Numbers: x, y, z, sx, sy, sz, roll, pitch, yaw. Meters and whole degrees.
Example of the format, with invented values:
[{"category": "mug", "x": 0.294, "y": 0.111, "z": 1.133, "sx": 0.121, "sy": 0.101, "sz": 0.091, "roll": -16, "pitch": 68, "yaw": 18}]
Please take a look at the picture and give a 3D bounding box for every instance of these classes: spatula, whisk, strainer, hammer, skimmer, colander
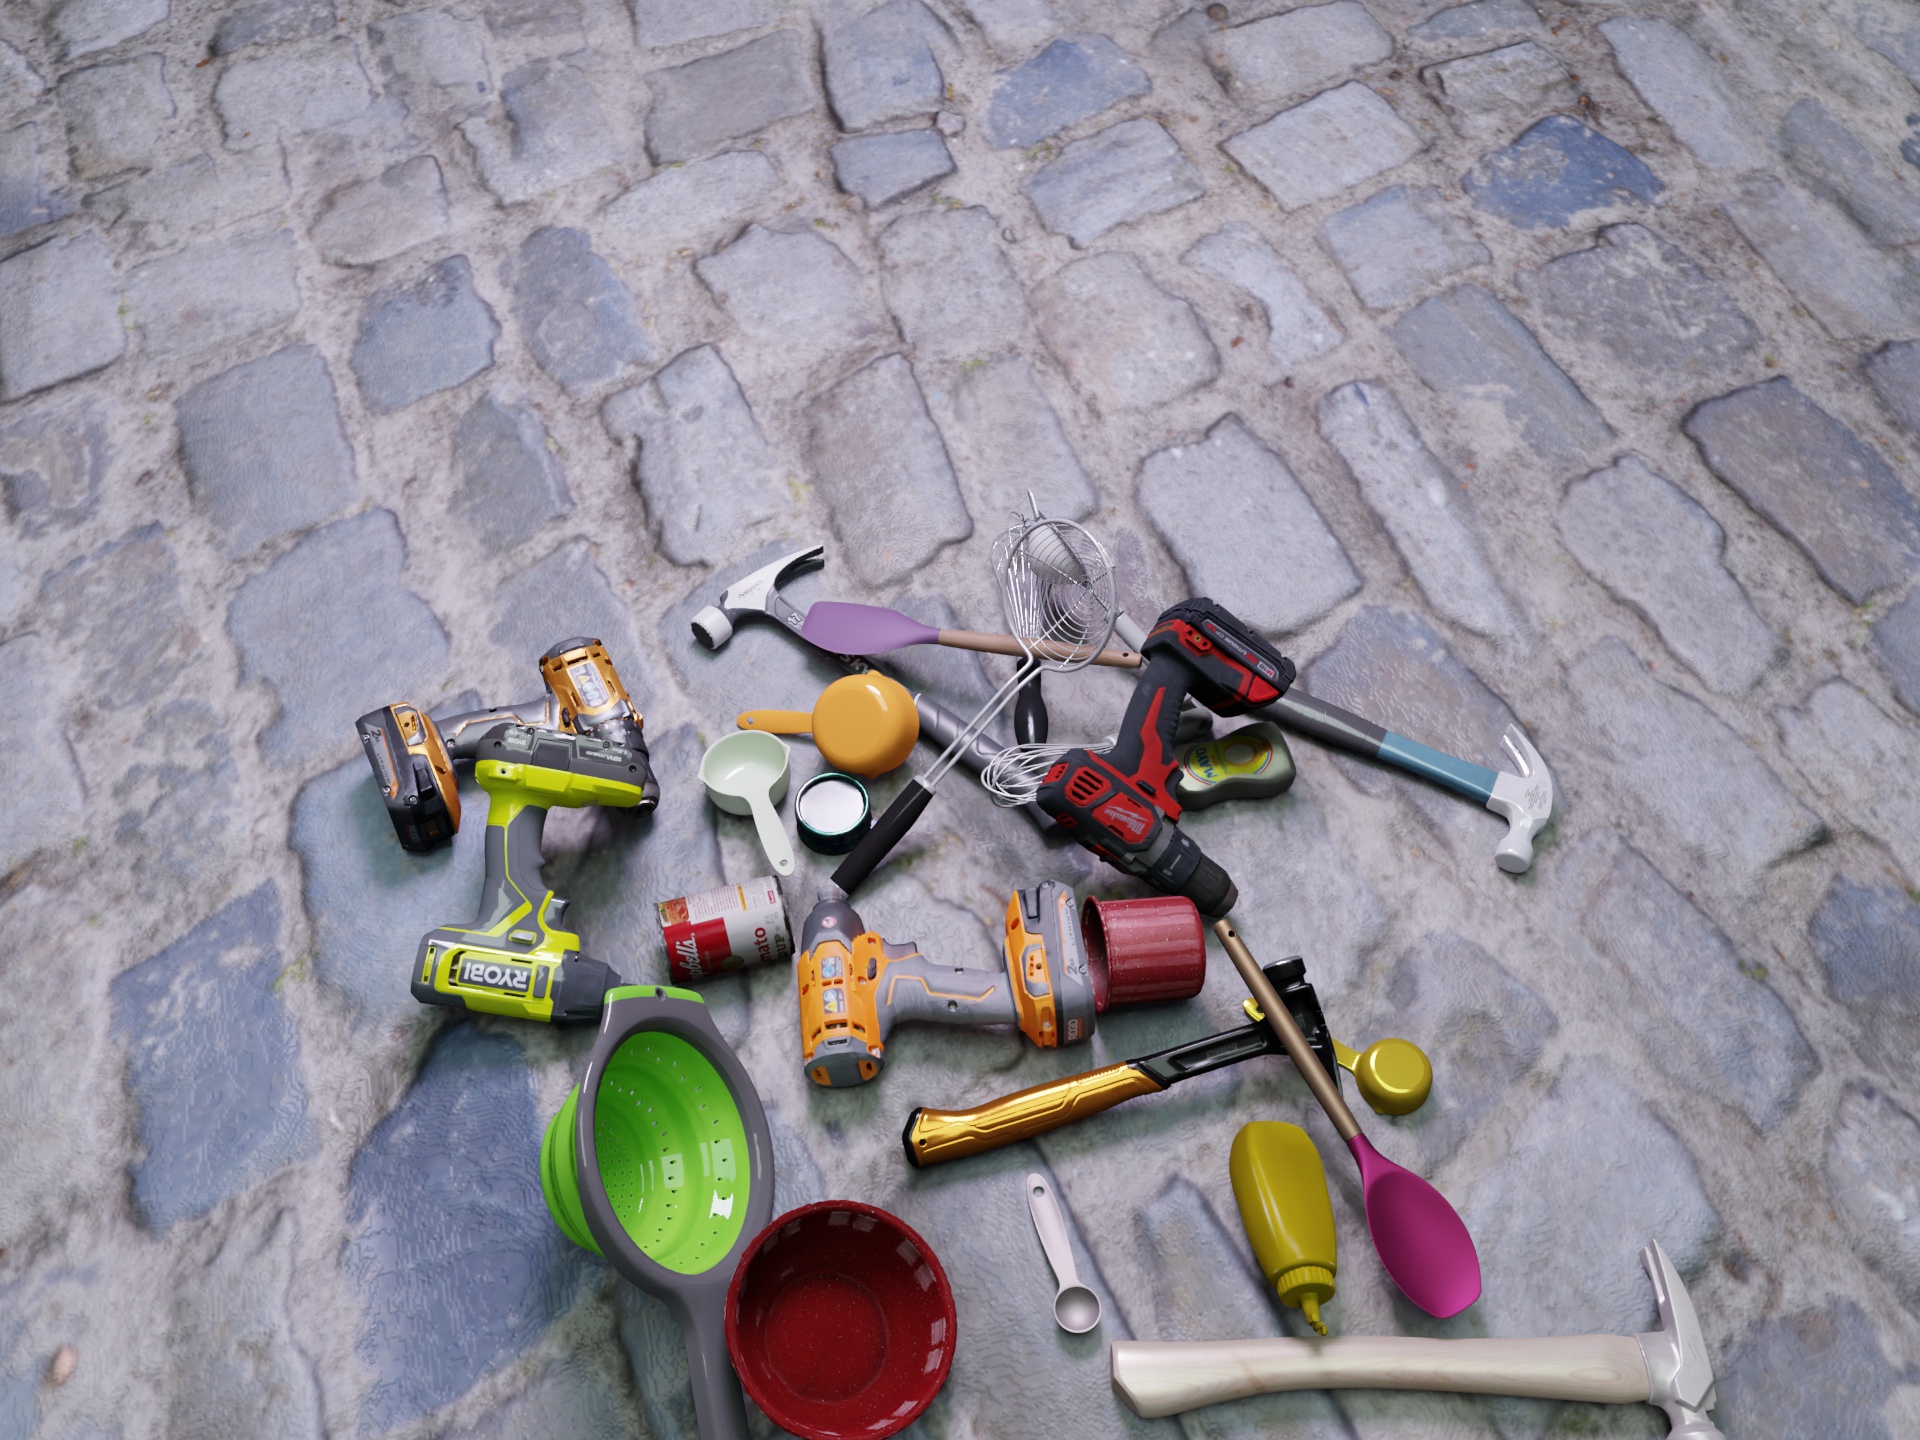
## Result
[{"category": "spatula", "x": 0.006, "y": -0.070, "z": 1.415, "sx": 0.316, "sy": 0.018, "sz": 0.060, "roll": 7, "pitch": 55, "yaw": 17}, {"category": "whisk", "x": 0.123, "y": 0.027, "z": 1.370, "sx": 0.246, "sy": 0.057, "sz": 0.059, "roll": -16, "pitch": 34, "yaw": -30}, {"category": "strainer", "x": 0.132, "y": -0.100, "z": 1.444, "sx": 0.050, "sy": 0.087, "sz": 0.258, "roll": -43, "pitch": 89, "yaw": -1}, {"category": "hammer", "x": 0.121, "y": 0.284, "z": 1.208, "sx": 0.337, "sy": 0.034, "sz": 0.127, "roll": -15, "pitch": 76, "yaw": -5}, {"category": "whisk", "x": 0.062, "y": -0.081, "z": 1.455, "sx": 0.070, "sy": 0.070, "sz": 0.285, "roll": 0, "pitch": 52, "yaw": 0}, {"category": "hammer", "x": 0.361, "y": 0.016, "z": 1.412, "sx": 0.331, "sy": 0.033, "sz": 0.128, "roll": 24, "pitch": 59, "yaw": 16}, {"category": "hammer", "x": -0.051, "y": -0.023, "z": 1.438, "sx": 0.409, "sy": 0.036, "sz": 0.149, "roll": 35, "pitch": 61, "yaw": 22}, {"category": "hammer", "x": 0.310, "y": 0.439, "z": 1.110, "sx": 0.410, "sy": 0.038, "sz": 0.146, "roll": 0, "pitch": 53, "yaw": 0}, {"category": "skimmer", "x": -0.002, "y": -0.004, "z": 1.316, "sx": 0.363, "sy": 0.090, "sz": 0.127, "roll": -49, "pitch": 55, "yaw": -4}, {"category": "colander", "x": -0.211, "y": 0.389, "z": 1.106, "sx": 0.094, "sy": 0.204, "sz": 0.397, "roll": -23, "pitch": 69, "yaw": 25}]

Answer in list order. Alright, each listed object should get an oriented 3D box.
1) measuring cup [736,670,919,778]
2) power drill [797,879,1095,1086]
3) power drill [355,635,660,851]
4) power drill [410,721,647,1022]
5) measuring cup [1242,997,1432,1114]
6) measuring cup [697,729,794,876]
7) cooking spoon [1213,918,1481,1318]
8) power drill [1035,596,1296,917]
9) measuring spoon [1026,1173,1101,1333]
[{"category": "measuring cup", "x": -0.125, "y": 0.002, "z": 1.390, "sx": 0.173, "sy": 0.052, "sz": 0.095, "roll": 2, "pitch": 89, "yaw": 17}, {"category": "power drill", "x": -0.017, "y": 0.192, "z": 1.259, "sx": 0.226, "sy": 0.084, "sz": 0.164, "roll": -8, "pitch": 54, "yaw": -1}, {"category": "power drill", "x": -0.382, "y": 0.036, "z": 1.371, "sx": 0.226, "sy": 0.084, "sz": 0.186, "roll": -21, "pitch": 59, "yaw": -20}, {"category": "power drill", "x": -0.327, "y": 0.125, "z": 1.269, "sx": 0.171, "sy": 0.080, "sz": 0.223, "roll": 11, "pitch": 76, "yaw": -11}, {"category": "measuring cup", "x": 0.294, "y": 0.253, "z": 1.245, "sx": 0.156, "sy": 0.029, "sz": 0.062, "roll": 26, "pitch": 59, "yaw": 16}, {"category": "measuring cup", "x": -0.168, "y": 0.078, "z": 1.351, "sx": 0.083, "sy": 0.038, "sz": 0.168, "roll": -18, "pitch": 49, "yaw": -11}, {"category": "cooking spoon", "x": 0.275, "y": 0.283, "z": 1.166, "sx": 0.069, "sy": 0.017, "sz": 0.319, "roll": -23, "pitch": 67, "yaw": -17}, {"category": "power drill", "x": 0.189, "y": 0.034, "z": 1.317, "sx": 0.188, "sy": 0.080, "sz": 0.227, "roll": 37, "pitch": 72, "yaw": -9}, {"category": "measuring spoon", "x": 0.071, "y": 0.389, "z": 1.160, "sx": 0.034, "sy": 0.018, "sz": 0.124, "roll": -12, "pitch": 49, "yaw": -9}]
